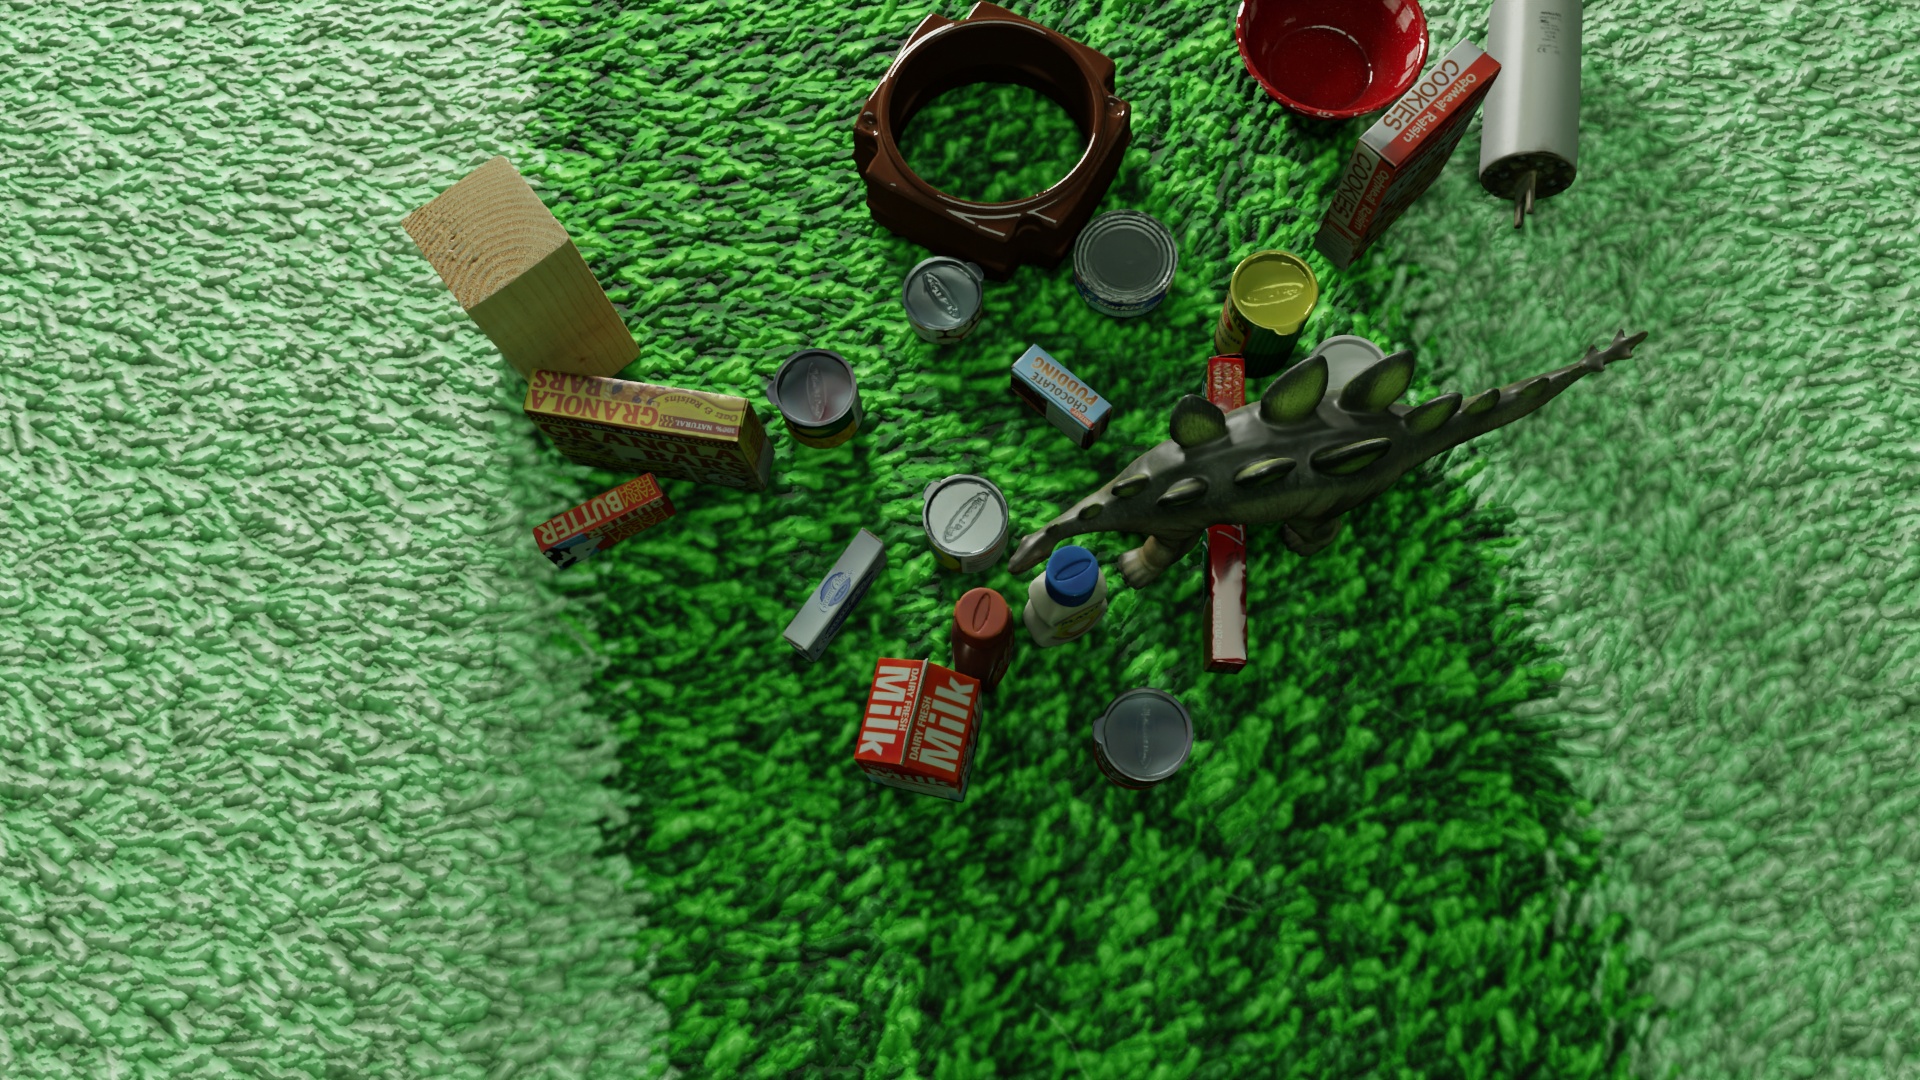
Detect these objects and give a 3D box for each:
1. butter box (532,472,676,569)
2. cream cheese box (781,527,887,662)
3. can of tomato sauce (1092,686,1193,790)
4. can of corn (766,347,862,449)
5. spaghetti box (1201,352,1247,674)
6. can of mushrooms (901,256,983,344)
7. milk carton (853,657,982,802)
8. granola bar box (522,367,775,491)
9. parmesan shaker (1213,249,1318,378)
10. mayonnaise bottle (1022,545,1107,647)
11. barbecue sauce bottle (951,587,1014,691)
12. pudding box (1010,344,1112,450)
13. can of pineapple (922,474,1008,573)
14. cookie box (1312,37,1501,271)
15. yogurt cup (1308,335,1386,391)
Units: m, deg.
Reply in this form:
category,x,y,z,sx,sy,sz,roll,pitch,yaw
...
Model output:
category,x,y,z,sx,sy,sz,roll,pitch,yaw
butter box,-0.279,-0.015,1.094,0.103,0.053,0.024,-27,75,-6
cream cheese box,-0.095,0.043,1.071,0.024,0.053,0.104,34,78,10
can of tomato sauce,0.130,0.147,1.019,0.071,0.083,0.071,0,74,2
can of corn,-0.116,-0.112,1.114,0.071,0.058,0.071,0,74,2
spaghetti box,0.205,-0.023,1.083,0.029,0.050,0.250,2,74,2
can of mushrooms,-0.012,-0.199,1.149,0.071,0.033,0.071,0,74,2
milk carton,-0.027,0.133,0.972,0.073,0.190,0.072,12,75,5
granola bar box,-0.237,-0.083,1.075,0.166,0.124,0.039,9,75,4
parmesan shaker,0.240,-0.174,1.098,0.071,0.103,0.071,0,74,2
mayonnaise bottle,0.079,0.040,1.018,0.065,0.147,0.041,-26,75,-5
barbecue sauce bottle,0.016,0.068,1.011,0.044,0.148,0.065,16,76,6
pudding box,0.080,-0.115,1.113,0.084,0.049,0.030,40,79,12
can of pineapple,0.004,-0.014,1.082,0.071,0.057,0.071,0,74,2
cookie box,0.349,-0.300,1.098,0.040,0.167,0.123,43,80,12
yogurt cup,0.304,-0.123,1.107,0.072,0.054,0.072,0,74,2
